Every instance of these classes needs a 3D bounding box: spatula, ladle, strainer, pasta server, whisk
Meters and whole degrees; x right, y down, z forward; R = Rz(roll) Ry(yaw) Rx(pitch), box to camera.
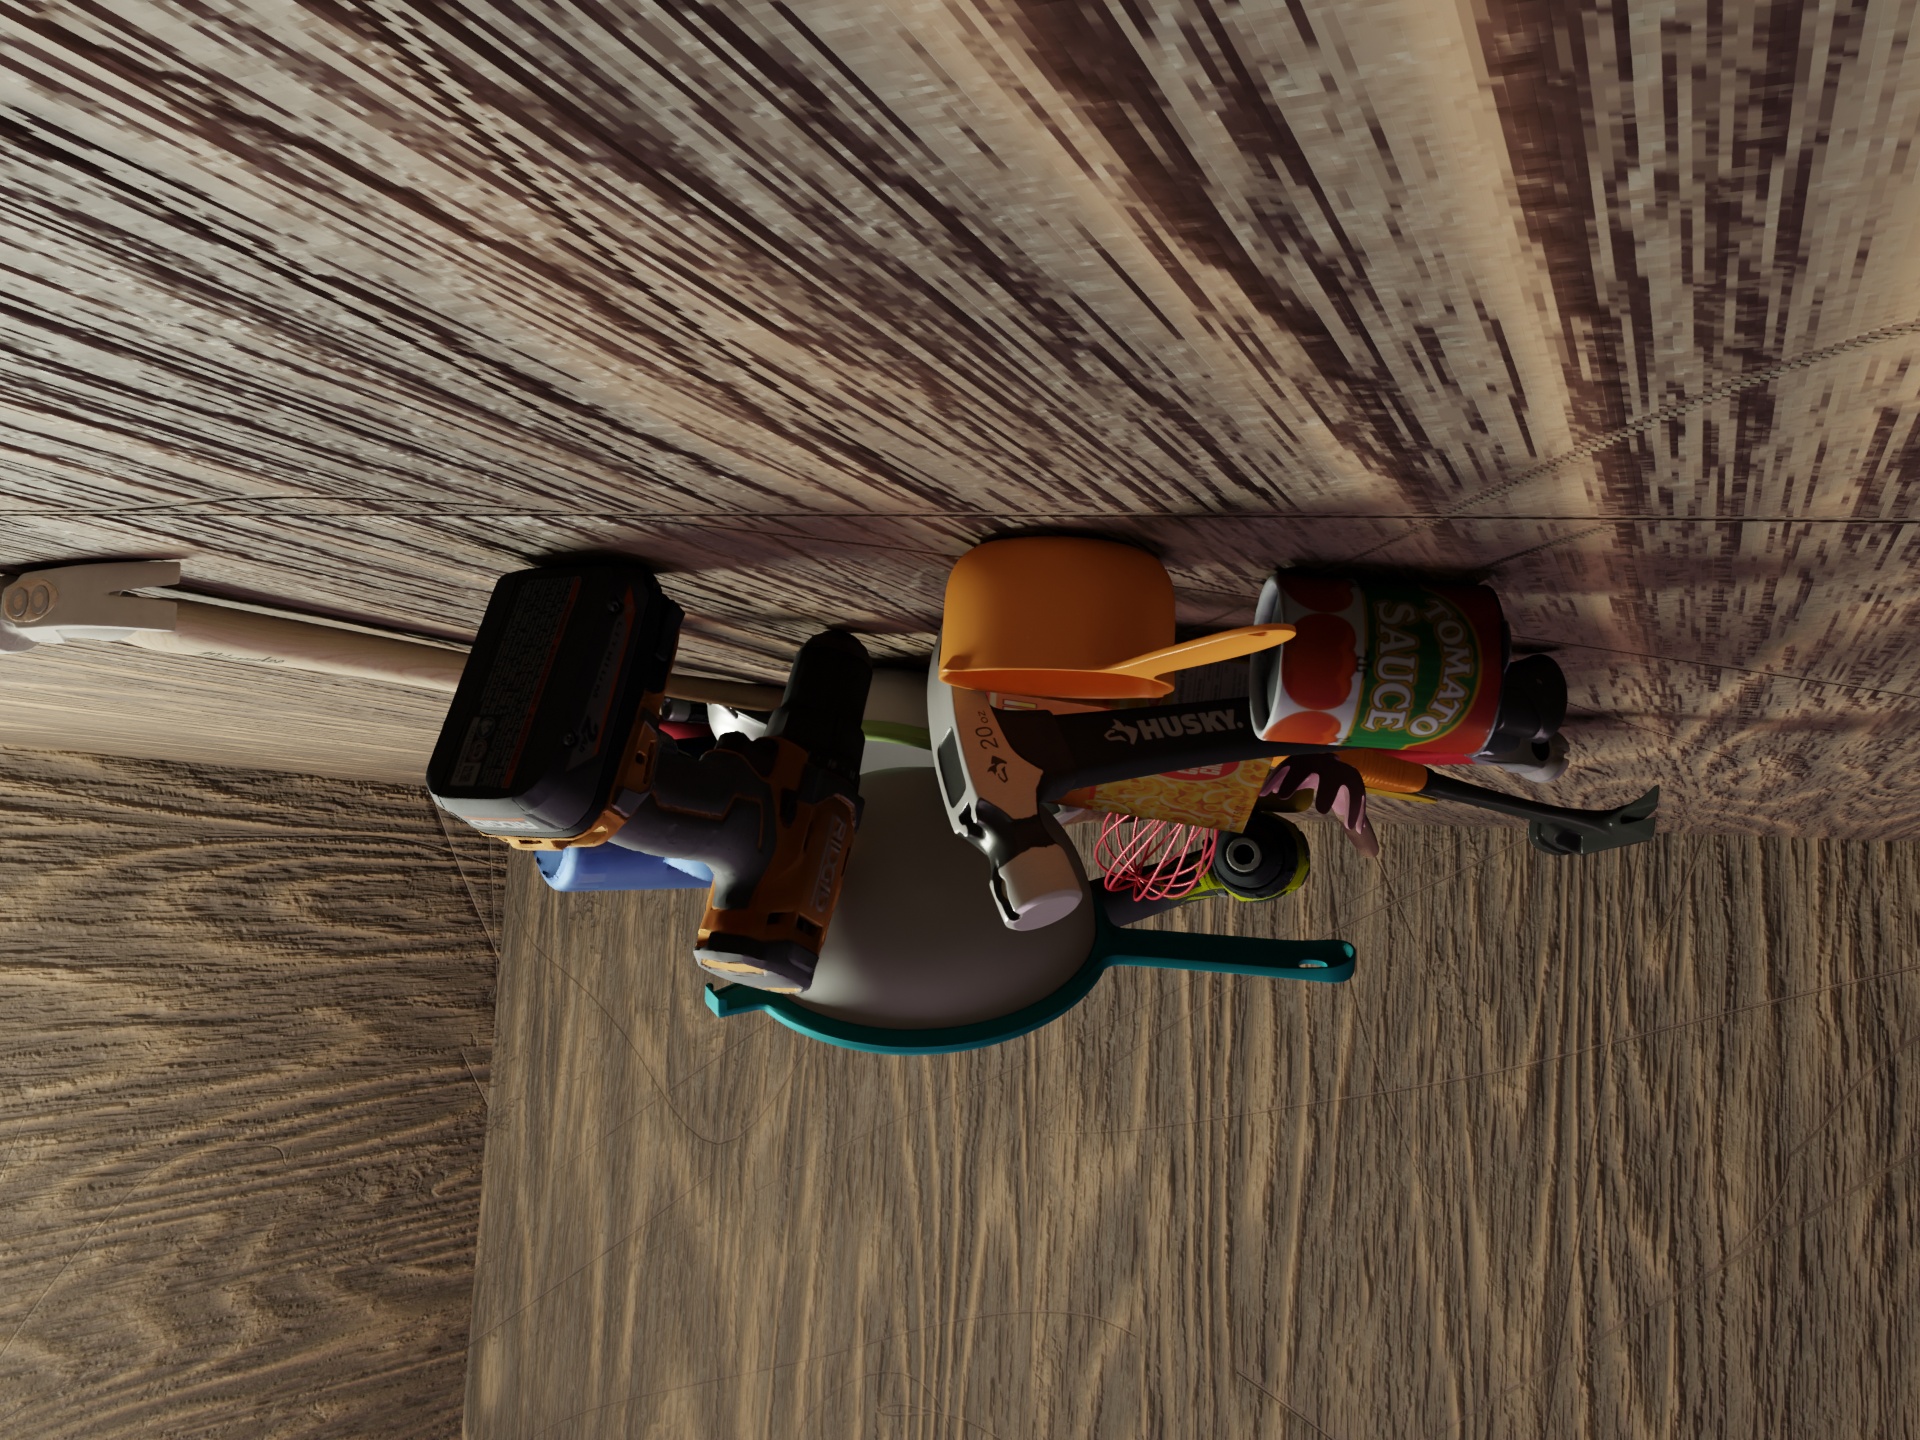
[{"bbox_3d":[-0.109,-0.012,1.125,0.060,0.018,0.315,1,176,35],"label":"spatula"},{"bbox_3d":[-0.256,-0.009,1.199,0.069,0.031,0.315,0,172,18],"label":"ladle"},{"bbox_3d":[-0.001,-0.003,0.937,0.256,0.069,0.151,-13,152,38],"label":"strainer"},{"bbox_3d":[-0.113,0.006,1.191,0.087,0.050,0.258,25,-168,31],"label":"strainer"},{"bbox_3d":[0.243,0.065,1.010,0.060,0.040,0.316,21,175,23],"label":"pasta server"},{"bbox_3d":[0.040,0.086,0.856,0.340,0.095,0.211,3,-154,12],"label":"strainer"},{"bbox_3d":[0.140,0.035,0.918,0.073,0.073,0.295,4,152,-10],"label":"whisk"}]

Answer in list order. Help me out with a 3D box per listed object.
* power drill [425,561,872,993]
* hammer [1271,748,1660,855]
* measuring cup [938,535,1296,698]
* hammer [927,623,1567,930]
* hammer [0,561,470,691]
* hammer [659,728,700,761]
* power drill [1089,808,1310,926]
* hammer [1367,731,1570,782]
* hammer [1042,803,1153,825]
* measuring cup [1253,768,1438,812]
[{"bbox_3d":[-0.119,0.007,0.734,0.084,0.185,0.226,0,154,32],"label":"power drill"},{"bbox_3d":[0.261,0.031,1.004,0.337,0.034,0.127,13,168,-5],"label":"hammer"},{"bbox_3d":[0.057,-0.042,0.554,0.095,0.052,0.173,6,172,-29],"label":"measuring cup"},{"bbox_3d":[0.140,-0.003,0.701,0.334,0.146,0.035,-7,149,-28],"label":"hammer"},{"bbox_3d":[-0.322,-0.035,0.912,0.146,0.038,0.410,-2,173,30],"label":"hammer"},{"bbox_3d":[-0.162,0.032,1.026,0.149,0.036,0.408,28,177,21],"label":"hammer"},{"bbox_3d":[0.134,0.119,1.129,0.228,0.080,0.190,-18,170,14],"label":"power drill"},{"bbox_3d":[0.229,0.020,1.169,0.386,0.038,0.143,-2,172,41],"label":"hammer"},{"bbox_3d":[0.108,0.063,1.149,0.130,0.031,0.331,-32,167,17],"label":"hammer"},{"bbox_3d":[0.277,0.059,1.167,0.156,0.029,0.062,9,172,-10],"label":"measuring cup"}]
